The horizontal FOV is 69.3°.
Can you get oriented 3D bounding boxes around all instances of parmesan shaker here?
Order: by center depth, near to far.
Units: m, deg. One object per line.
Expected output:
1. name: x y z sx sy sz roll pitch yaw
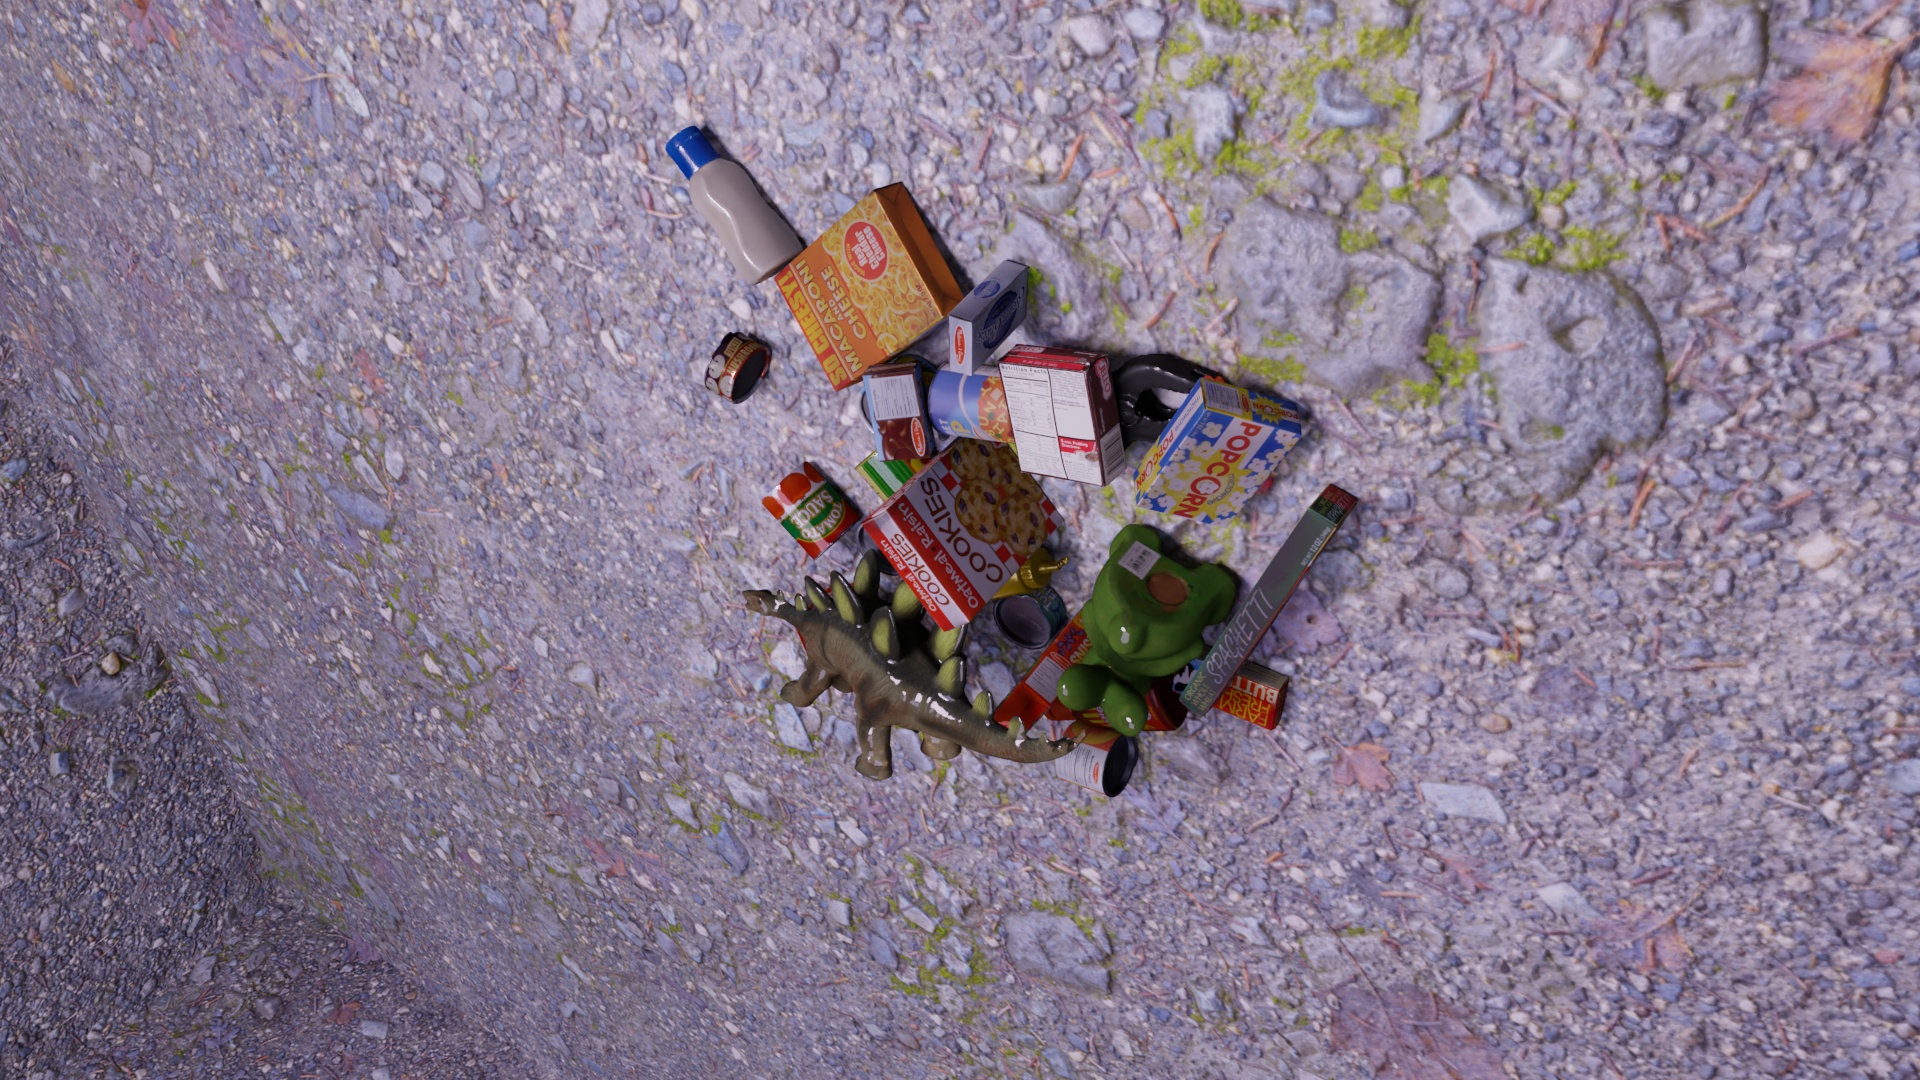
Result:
1. parmesan shaker: -0.043 -0.052 1.334 0.103 0.072 0.071 49 138 -7

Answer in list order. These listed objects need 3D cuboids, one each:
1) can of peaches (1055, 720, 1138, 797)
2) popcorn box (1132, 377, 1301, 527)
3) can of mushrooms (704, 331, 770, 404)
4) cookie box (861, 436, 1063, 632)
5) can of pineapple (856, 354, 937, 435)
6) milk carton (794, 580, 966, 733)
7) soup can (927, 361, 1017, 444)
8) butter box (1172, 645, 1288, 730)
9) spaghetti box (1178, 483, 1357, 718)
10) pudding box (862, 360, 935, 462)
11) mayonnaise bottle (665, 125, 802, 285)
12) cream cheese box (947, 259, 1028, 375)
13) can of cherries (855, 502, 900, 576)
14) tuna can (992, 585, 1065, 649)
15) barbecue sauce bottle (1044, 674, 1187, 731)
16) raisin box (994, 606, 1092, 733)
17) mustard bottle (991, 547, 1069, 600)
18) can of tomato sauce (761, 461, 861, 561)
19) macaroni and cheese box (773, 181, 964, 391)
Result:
1. can of peaches: 0.138 0.219 1.404 0.058 0.071 0.071 14 130 35
2. popcorn box: 0.204 -0.068 1.113 0.085 0.038 0.126 13 140 -16
3. can of mushrooms: -0.220 -0.172 1.375 0.033 0.071 0.070 32 137 13
4. cookie box: 0.004 -0.016 1.244 0.040 0.168 0.123 -27 103 48
5. can of pineapple: -0.052 -0.130 1.281 0.071 0.058 0.070 21 133 24
6. milk carton: -0.096 0.115 1.503 0.191 0.073 0.073 33 136 12
7. soup can: 0.023 -0.118 1.222 0.084 0.072 0.071 11 128 32
8. butter box: 0.247 0.132 1.278 0.103 0.024 0.052 21 132 24
9. spaghetti box: 0.255 0.056 1.172 0.029 0.050 0.248 37 132 14
10. pudding box: -0.054 -0.114 1.227 0.049 0.030 0.083 -5 111 13
11. mayonnaise bottle: -0.210 -0.307 1.265 0.148 0.065 0.041 53 142 -4
12. cream cheese box: 0.023 -0.184 1.143 0.024 0.104 0.053 19 134 20
13. can of cherries: -0.059 -0.007 1.386 0.071 0.059 0.071 21 132 25
14. tuna can: 0.068 0.070 1.364 0.071 0.033 0.070 21 133 24
15. barbecue sauce bottle: 0.147 0.158 1.364 0.148 0.044 0.064 -8 121 43
16. raisin box: 0.086 0.129 1.329 0.040 0.124 0.085 39 139 6
17. mustard bottle: 0.037 0.030 1.336 0.160 0.065 0.048 -6 114 37
18. can of tomato sauce: -0.154 -0.031 1.434 0.083 0.071 0.071 48 138 -2
19. macaroni and cheese box: -0.082 -0.221 1.231 0.166 0.040 0.123 -27 92 48
